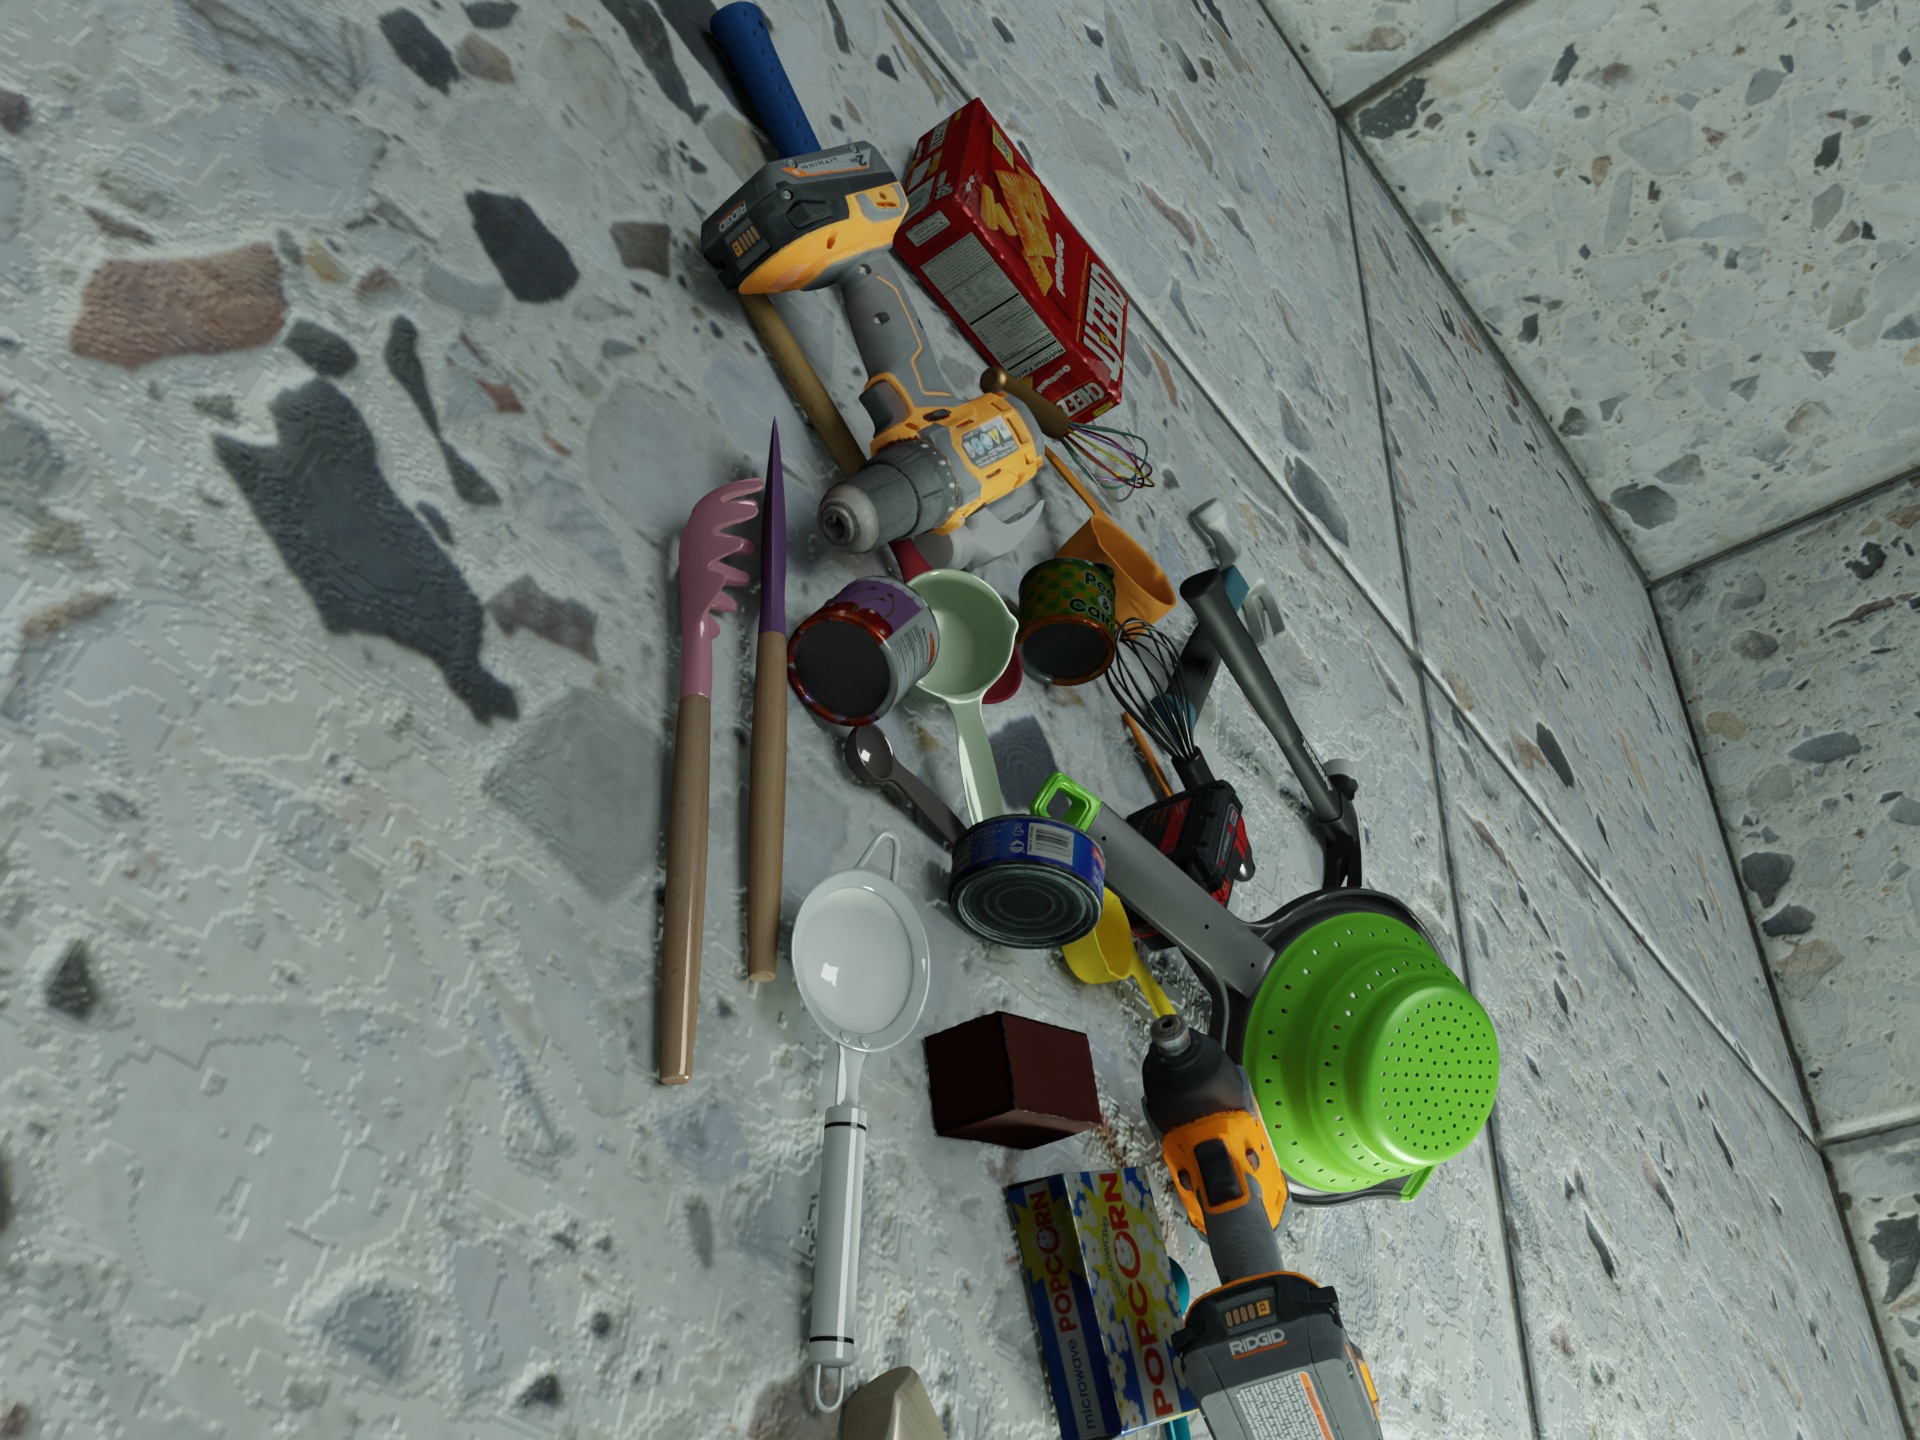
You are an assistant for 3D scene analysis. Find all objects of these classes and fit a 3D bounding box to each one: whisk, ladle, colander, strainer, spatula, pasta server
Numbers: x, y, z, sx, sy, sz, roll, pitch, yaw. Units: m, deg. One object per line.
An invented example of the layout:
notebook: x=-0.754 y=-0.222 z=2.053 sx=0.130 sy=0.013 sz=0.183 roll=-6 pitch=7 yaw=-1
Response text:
whisk: x=0.085 y=-0.213 z=1.181 sx=0.244 sy=0.051 sz=0.047 roll=17 pitch=35 yaw=-58
whisk: x=0.160 y=0.025 z=1.134 sx=0.238 sy=0.055 sz=0.055 roll=60 pitch=29 yaw=-26
ladle: x=-0.059 y=-0.144 z=0.964 sx=0.069 sy=0.031 sz=0.315 roll=-33 pitch=93 yaw=-40
colander: x=0.201 y=0.159 z=0.944 sx=0.396 sy=0.094 sz=0.204 roll=40 pitch=73 yaw=-22
strainer: x=-0.054 y=0.173 z=0.719 sx=0.086 sy=0.050 sz=0.259 roll=27 pitch=51 yaw=-37
spatula: x=-0.096 y=-0.019 z=0.807 sx=0.059 sy=0.018 sz=0.316 roll=97 pitch=-9 yaw=-60
pasta server: x=-0.118 y=0.015 z=0.744 sx=0.040 sy=0.060 sz=0.316 roll=3 pitch=58 yaw=-10

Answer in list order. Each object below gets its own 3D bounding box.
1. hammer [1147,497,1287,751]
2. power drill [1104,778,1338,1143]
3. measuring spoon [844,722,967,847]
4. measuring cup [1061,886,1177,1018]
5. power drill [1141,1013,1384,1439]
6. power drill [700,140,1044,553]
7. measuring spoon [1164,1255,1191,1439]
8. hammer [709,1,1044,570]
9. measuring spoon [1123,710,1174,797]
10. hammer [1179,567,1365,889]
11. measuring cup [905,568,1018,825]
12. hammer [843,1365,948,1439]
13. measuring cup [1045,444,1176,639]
hammer: x=0.204 y=-0.070 z=1.299 sx=0.128 sy=0.033 sz=0.331 roll=54 pitch=32 yaw=-13
power drill: x=0.188 y=0.158 z=1.062 sx=0.219 sy=0.078 sz=0.143 roll=58 pitch=29 yaw=-15
measuring spoon: x=-0.028 y=0.045 z=0.885 sx=0.124 sy=0.018 sz=0.034 roll=47 pitch=33 yaw=-37
measuring cup: x=0.103 y=0.164 z=0.986 sx=0.156 sy=0.029 sz=0.062 roll=56 pitch=29 yaw=-35
power drill: x=0.145 y=0.270 z=0.834 sx=0.227 sy=0.084 sz=0.164 roll=-96 pitch=165 yaw=-61
power drill: x=-0.059 y=-0.210 z=0.927 sx=0.185 sy=0.084 sz=0.226 roll=-37 pitch=99 yaw=-47
measuring spoon: x=0.120 y=0.351 z=0.860 sx=0.042 sy=0.021 sz=0.129 roll=28 pitch=44 yaw=-44
hammer: x=-0.062 y=-0.288 z=1.061 sx=0.144 sy=0.035 sz=0.405 roll=-21 pitch=85 yaw=-59
measuring spoon: x=0.142 y=0.046 z=1.142 sx=0.117 sy=0.011 sz=0.021 roll=63 pitch=16 yaw=6
hammer: x=0.253 y=0.003 z=1.263 sx=0.334 sy=0.035 sz=0.146 roll=52 pitch=32 yaw=-38
measuring cup: x=-0.001 y=-0.003 z=0.921 sx=0.083 sy=0.038 sz=0.167 roll=-10 pitch=85 yaw=-18
hammer: x=0.060 y=0.464 z=0.672 sx=0.146 sy=0.038 sz=0.411 roll=-20 pitch=84 yaw=-61
measuring cup: x=0.087 y=-0.130 z=1.160 sx=0.095 sy=0.052 sz=0.174 roll=14 pitch=38 yaw=-53
